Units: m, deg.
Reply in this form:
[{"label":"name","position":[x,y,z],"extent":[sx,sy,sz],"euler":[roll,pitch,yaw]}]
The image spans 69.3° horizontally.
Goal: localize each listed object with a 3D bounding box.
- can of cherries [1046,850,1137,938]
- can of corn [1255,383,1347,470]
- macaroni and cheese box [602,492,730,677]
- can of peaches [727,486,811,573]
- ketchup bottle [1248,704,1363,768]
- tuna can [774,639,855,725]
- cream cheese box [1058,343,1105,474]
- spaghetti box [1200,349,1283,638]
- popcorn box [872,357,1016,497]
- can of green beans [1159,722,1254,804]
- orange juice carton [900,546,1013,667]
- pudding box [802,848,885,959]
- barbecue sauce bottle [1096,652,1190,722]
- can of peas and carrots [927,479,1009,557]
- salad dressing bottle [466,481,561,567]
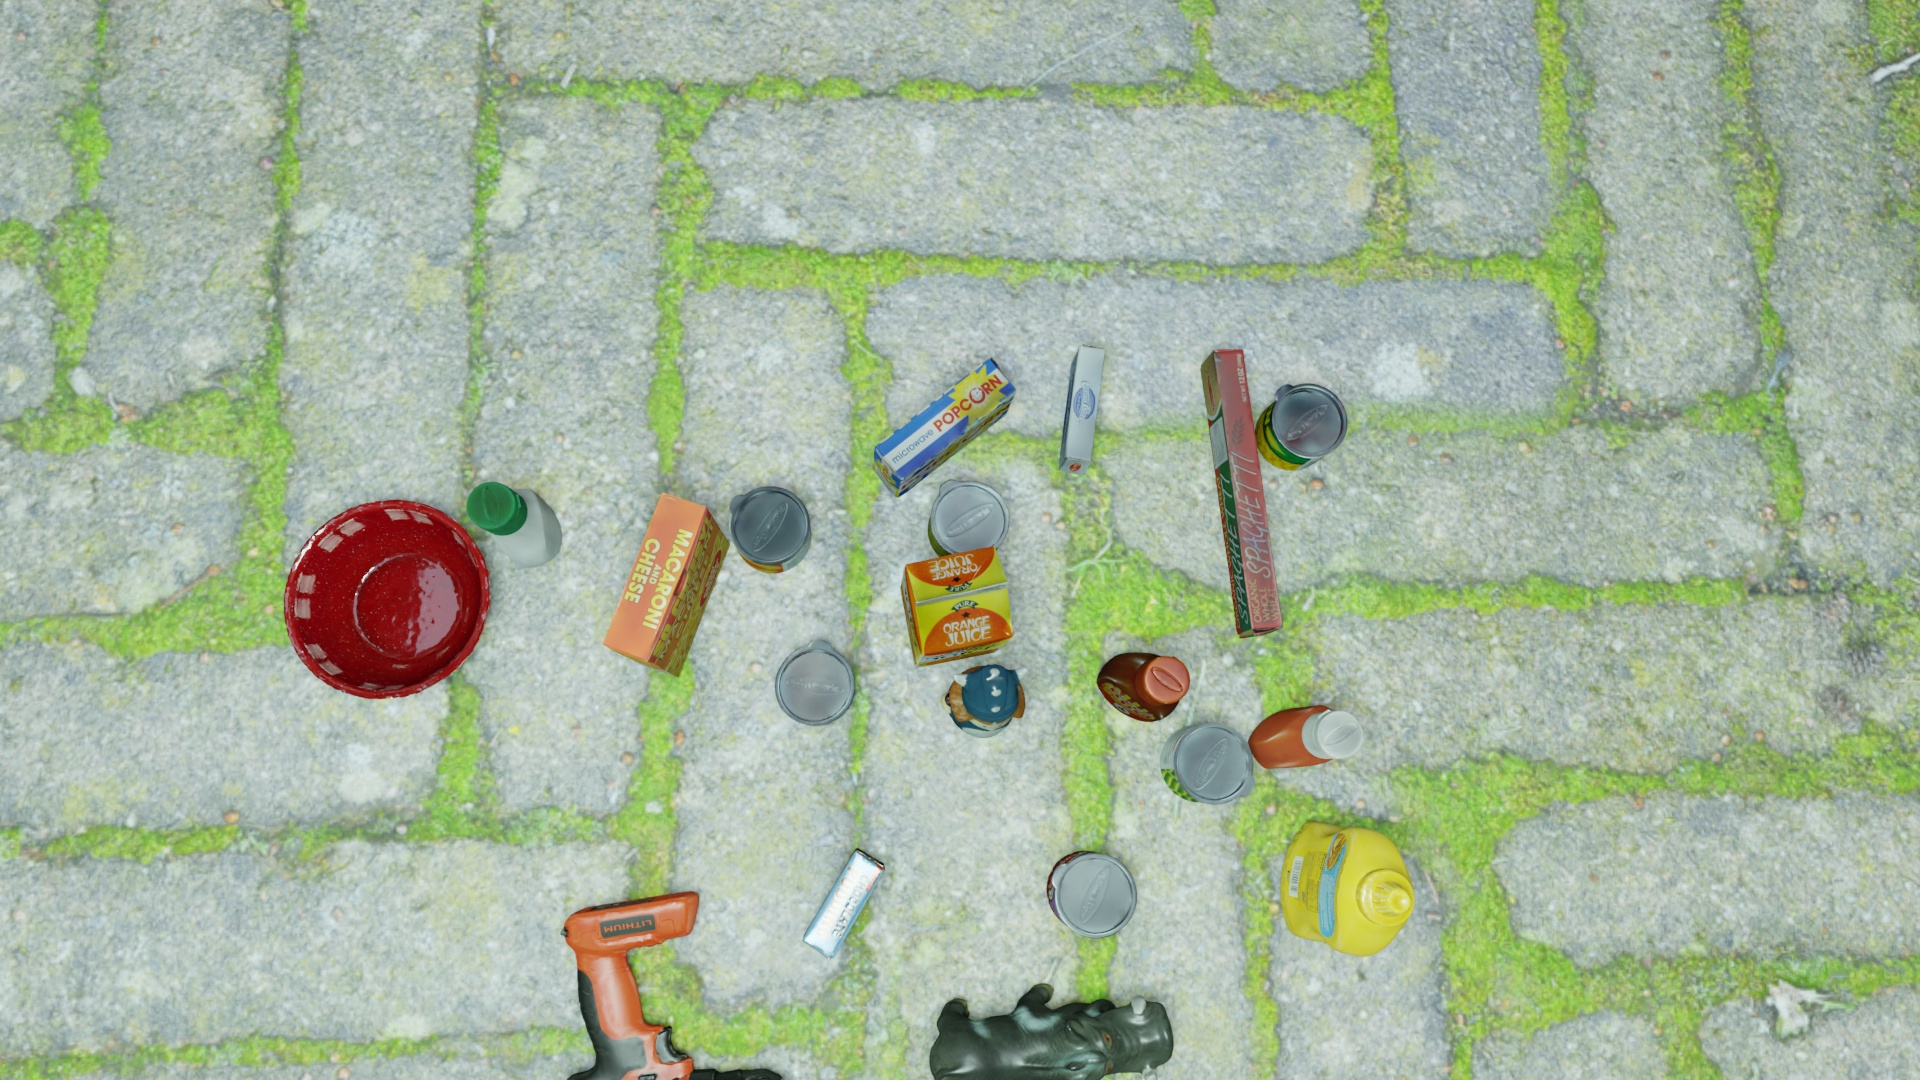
[{"label":"can of cherries","position":[0.104,0.285,1.133],"extent":[0.071,0.058,0.071],"euler":[1,80,-4]},{"label":"can of corn","position":[0.295,-0.100,1.215],"extent":[0.071,0.058,0.071],"euler":[1,80,-4]},{"label":"macaroni and cheese box","position":[-0.228,0.039,1.097],"extent":[0.040,0.166,0.124],"euler":[19,80,-1]},{"label":"can of peaches","position":[-0.160,-0.009,1.166],"extent":[0.071,0.058,0.071],"euler":[1,80,-4]},{"label":"ketchup bottle","position":[0.282,0.158,1.123],"extent":[0.065,0.148,0.043],"euler":[-30,84,-8]},{"label":"tuna can","position":[-0.120,0.119,1.159],"extent":[0.071,0.032,0.071],"euler":[1,80,-4]},{"label":"cream cheese box","position":[0.105,-0.113,1.206],"extent":[0.024,0.053,0.104],"euler":[9,80,-3]},{"label":"spaghetti box","position":[0.243,-0.040,1.205],"extent":[0.029,0.050,0.250],"euler":[-5,80,-5]},{"label":"popcorn box","position":[-0.015,-0.094,1.177],"extent":[0.127,0.085,0.038],"euler":[-39,85,-9]},{"label":"can of green beans","position":[0.204,0.186,1.158],"extent":[0.071,0.057,0.071],"euler":[1,80,-4]},{"label":"orange juice carton","position":[-0.005,0.053,1.098],"extent":[0.072,0.192,0.073],"euler":[-11,82,-6]},{"label":"pudding box","position":[-0.094,0.292,1.121],"extent":[0.030,0.049,0.084],"euler":[31,79,1]},{"label":"barbecue sauce bottle","position":[0.151,0.116,1.121],"extent":[0.065,0.148,0.044],"euler":[37,80,2]},{"label":"can of peas and carrots","position":[0.004,-0.015,1.178],"extent":[0.071,0.058,0.071],"euler":[1,80,-4]},{"label":"salad dressing bottle","position":[-0.355,-0.016,1.107],"extent":[0.044,0.147,0.064],"euler":[-14,82,-6]}]
